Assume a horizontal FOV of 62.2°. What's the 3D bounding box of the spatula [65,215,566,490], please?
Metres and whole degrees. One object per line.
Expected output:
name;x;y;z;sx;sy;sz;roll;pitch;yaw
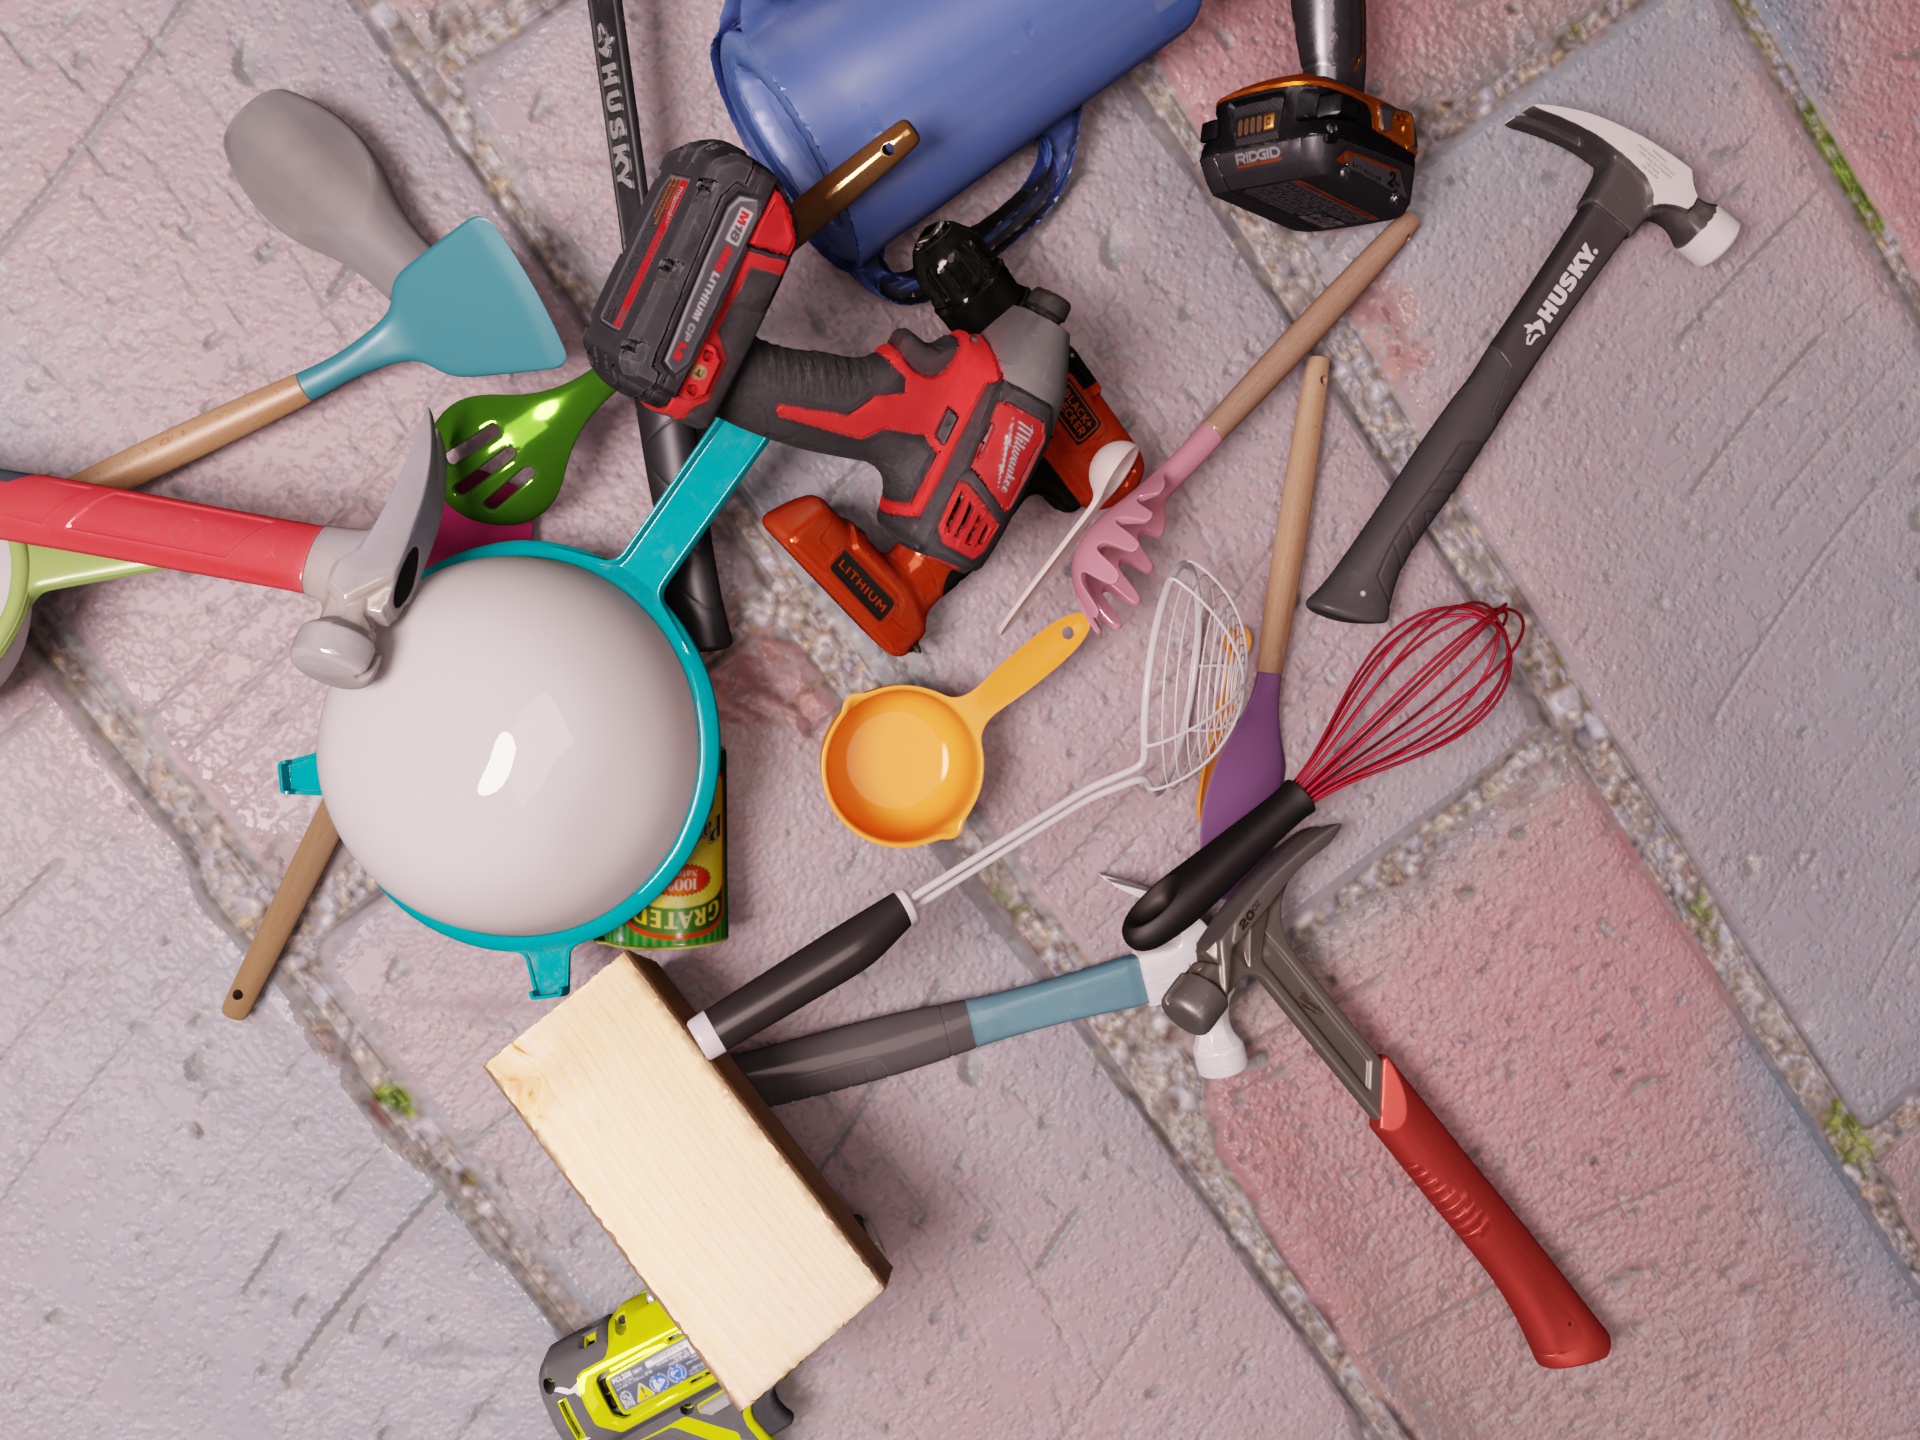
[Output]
spatula;-0.359;-0.157;0.807;0.317;0.044;0.082;-25;121;1

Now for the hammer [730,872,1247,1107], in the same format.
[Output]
hammer;-0.008;0.175;0.890;0.331;0.033;0.128;-14;95;-7

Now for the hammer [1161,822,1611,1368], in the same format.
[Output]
hammer;0.268;0.234;0.921;0.149;0.037;0.359;-45;102;-24

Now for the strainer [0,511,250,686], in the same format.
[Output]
strainer;-0.470;-0.058;0.790;0.256;0.069;0.152;-12;67;-8

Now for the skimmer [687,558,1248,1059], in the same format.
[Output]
skimmer;0.008;0.045;0.826;0.363;0.127;0.090;-32;52;-13

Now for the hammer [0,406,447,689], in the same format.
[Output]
hammer;-0.445;-0.115;0.757;0.386;0.038;0.143;10;64;2

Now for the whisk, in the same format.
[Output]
whisk;0.204;0.030;0.889;0.296;0.073;0.073;-39;97;-9

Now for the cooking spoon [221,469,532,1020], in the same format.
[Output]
cooking spoon;-0.316;0.014;0.846;0.068;0.017;0.319;26;88;-2

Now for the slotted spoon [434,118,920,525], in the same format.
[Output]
slotted spoon;-0.147;-0.192;0.781;0.313;0.031;0.070;-33;110;18

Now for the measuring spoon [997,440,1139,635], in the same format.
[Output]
measuring spoon;0.052;-0.099;0.846;0.018;0.034;0.124;38;99;11

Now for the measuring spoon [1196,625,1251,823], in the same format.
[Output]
measuring spoon;0.149;0.002;0.917;0.021;0.011;0.117;8;94;-39

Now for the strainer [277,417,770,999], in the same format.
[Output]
strainer;-0.193;-0.038;0.770;0.211;0.095;0.340;37;96;8

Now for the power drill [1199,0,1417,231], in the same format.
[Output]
power drill;0.181;-0.389;0.836;0.164;0.084;0.226;-2;95;-50

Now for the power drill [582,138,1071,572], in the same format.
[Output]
power drill;-0.048;-0.171;0.742;0.219;0.079;0.143;23;99;-32

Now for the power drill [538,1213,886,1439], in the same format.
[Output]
power drill;-0.095;0.397;0.867;0.190;0.080;0.228;-26;93;-6

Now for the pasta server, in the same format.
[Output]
pasta server;0.162;-0.173;0.878;0.040;0.060;0.316;37;75;21

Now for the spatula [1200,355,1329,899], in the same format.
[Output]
spatula;0.179;-0.053;0.912;0.059;0.018;0.316;10;90;-33

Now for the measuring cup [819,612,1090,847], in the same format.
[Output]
measuring cup;-0.001;-0.003;0.875;0.173;0.052;0.095;-39;97;-7

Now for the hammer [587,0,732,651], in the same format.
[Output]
hammer;-0.160;-0.238;0.821;0.036;0.149;0.409;-18;104;-48

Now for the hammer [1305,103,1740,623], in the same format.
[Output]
hammer;0.303;-0.197;0.918;0.146;0.035;0.335;35;88;-9
